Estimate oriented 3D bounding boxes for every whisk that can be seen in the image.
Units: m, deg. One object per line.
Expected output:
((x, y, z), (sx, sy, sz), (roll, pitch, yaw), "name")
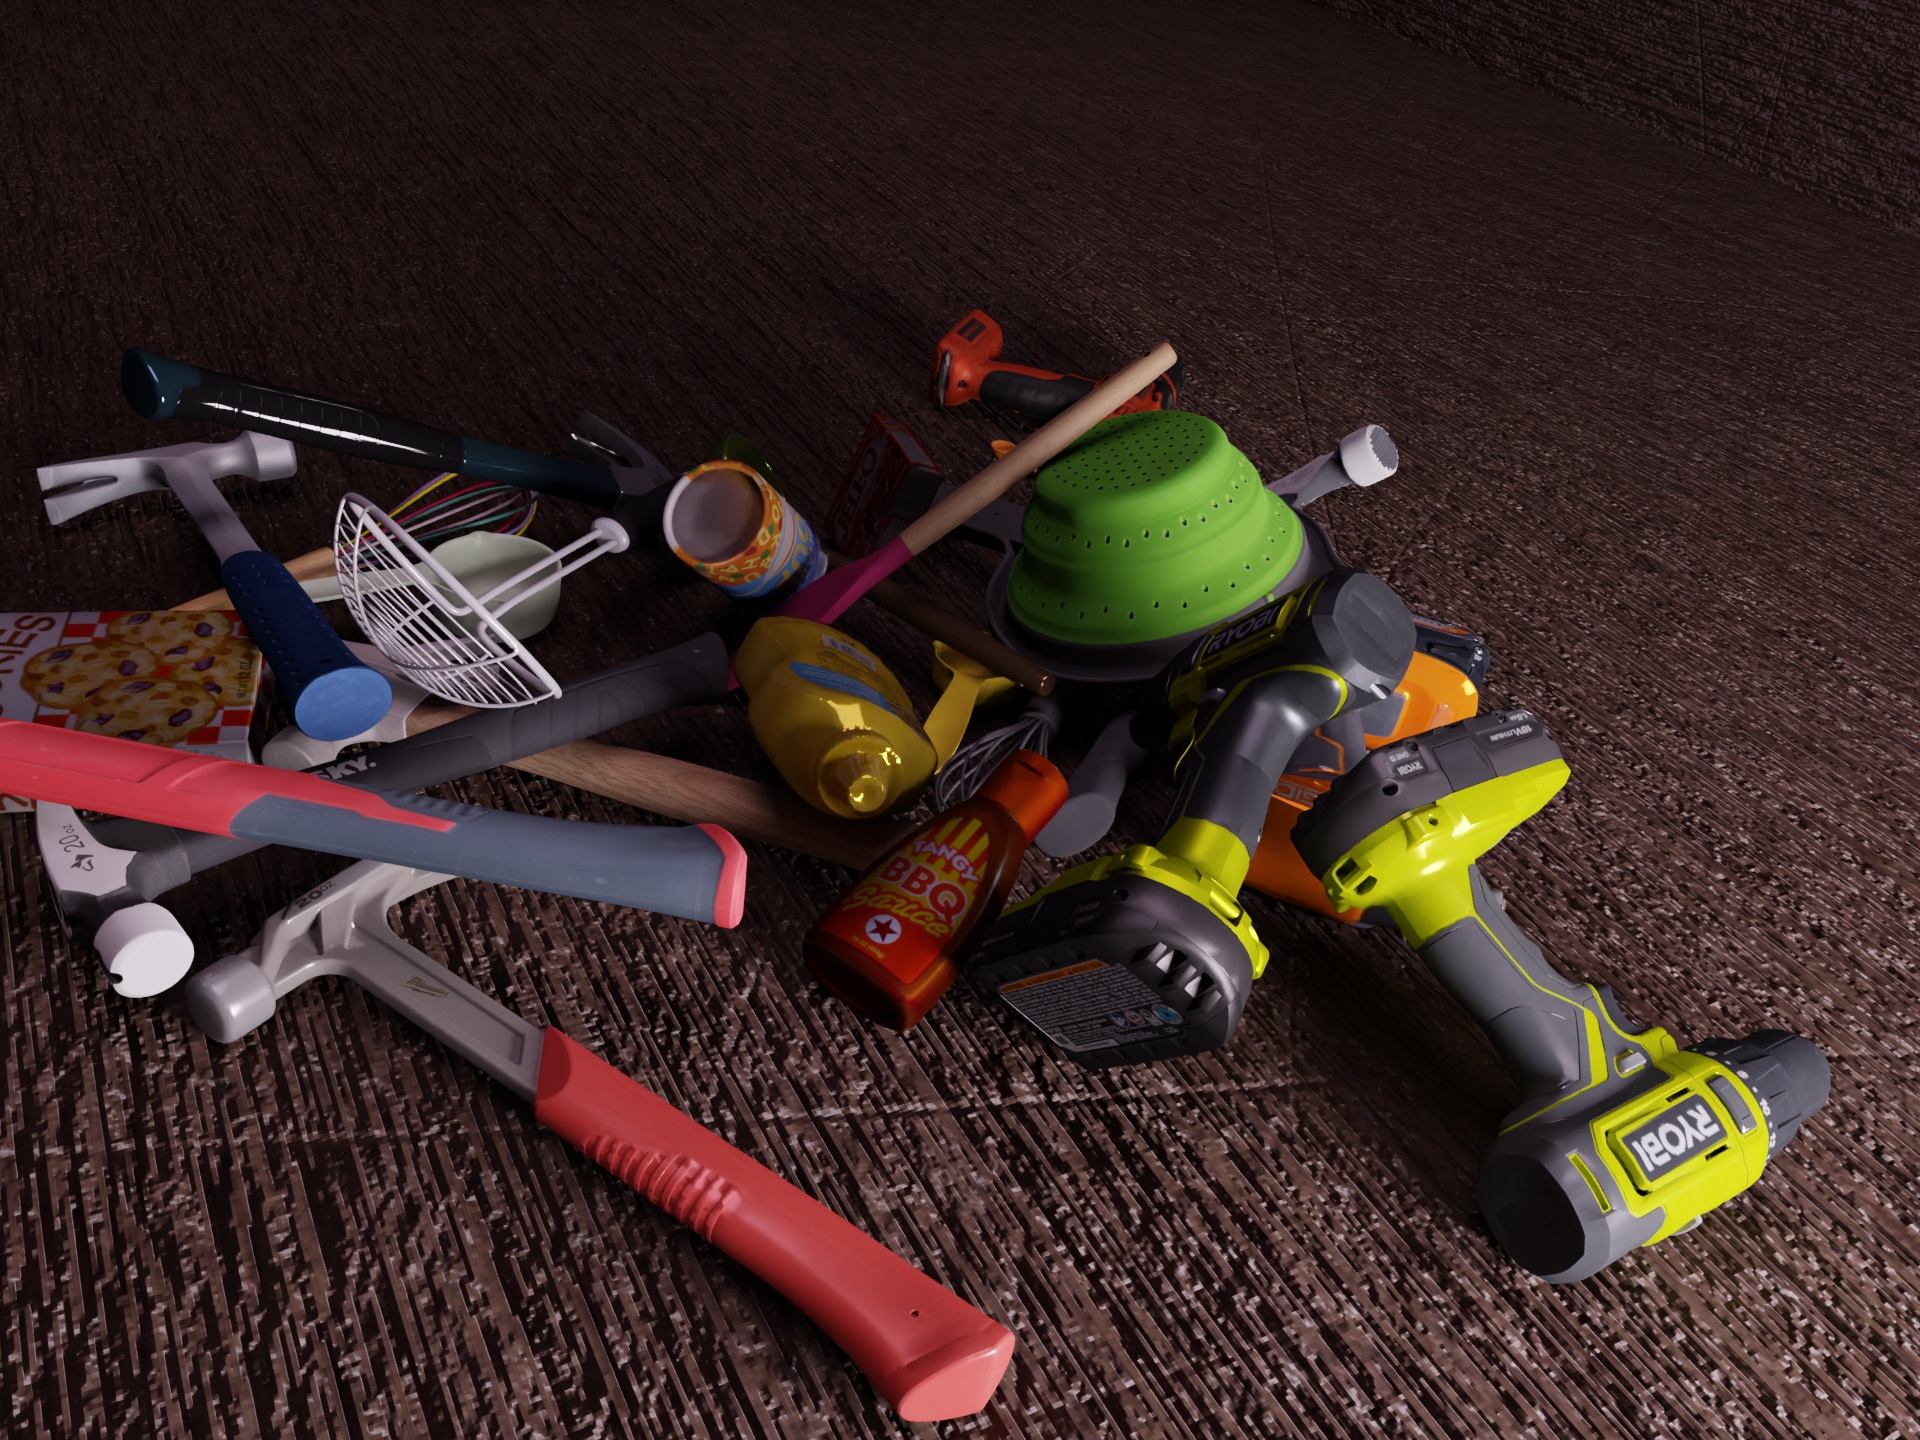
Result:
((0.039, 0.003, 0.886), (0.055, 0.055, 0.239), (18, 30, 12), "whisk")
((-0.350, -0.097, 0.942), (0.051, 0.047, 0.245), (32, 44, 27), "whisk")

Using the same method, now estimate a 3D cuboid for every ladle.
((-0.054, -0.096, 0.965), (0.320, 0.078, 0.062), (32, 84, 37), "ladle")

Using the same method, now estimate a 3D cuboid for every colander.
((0.054, -0.138, 0.973), (0.204, 0.094, 0.397), (-36, 37, -25), "colander")

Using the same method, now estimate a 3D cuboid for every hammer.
((-0.310, -0.159, 0.935), (0.330, 0.033, 0.128), (9, 39, -39), "hammer")
((-0.384, -0.083, 0.839), (0.144, 0.035, 0.406), (-17, 32, -29), "hammer")
((0.142, -0.053, 0.958), (0.036, 0.149, 0.409), (53, 45, -14), "hammer")
((-0.170, 0.026, 0.811), (0.331, 0.031, 0.130), (15, 35, 7), "hammer")
((-0.132, 0.153, 0.632), (0.359, 0.036, 0.149), (26, 37, 23), "hammer")
((-0.251, 0.015, 0.747), (0.334, 0.035, 0.146), (-22, 45, -38), "hammer")
((-0.279, 0.044, 0.634), (0.386, 0.038, 0.143), (10, 35, 1), "hammer")

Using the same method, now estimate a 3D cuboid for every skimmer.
((-0.196, -0.100, 0.835), (0.127, 0.090, 0.363), (43, 26, -4), "skimmer")

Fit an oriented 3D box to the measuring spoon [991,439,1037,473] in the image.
((0.067, -0.181, 1.193), (0.117, 0.011, 0.021), (36, 41, 27), "measuring spoon")

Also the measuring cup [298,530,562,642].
((-0.312, -0.067, 0.908), (0.167, 0.038, 0.083), (-11, 39, -25), "measuring cup")

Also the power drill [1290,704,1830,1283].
((0.270, 0.111, 0.710), (0.190, 0.080, 0.229), (-15, 64, -30), "power drill")

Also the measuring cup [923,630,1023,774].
((-0.001, -0.003, 0.895), (0.062, 0.029, 0.157), (14, 34, 9), "measuring cup")

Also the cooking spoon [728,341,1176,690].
((-0.010, -0.114, 0.901), (0.319, 0.017, 0.069), (-36, 26, 4), "cooking spoon")

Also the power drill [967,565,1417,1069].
((0.100, 0.042, 0.719), (0.080, 0.171, 0.223), (42, 57, -13), "power drill")

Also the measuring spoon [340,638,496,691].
((-0.297, -0.026, 0.818), (0.124, 0.018, 0.034), (13, 27, 6), "measuring spoon")

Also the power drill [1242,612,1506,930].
((0.225, 0.026, 0.871), (0.164, 0.084, 0.227), (20, 39, 13), "power drill")
